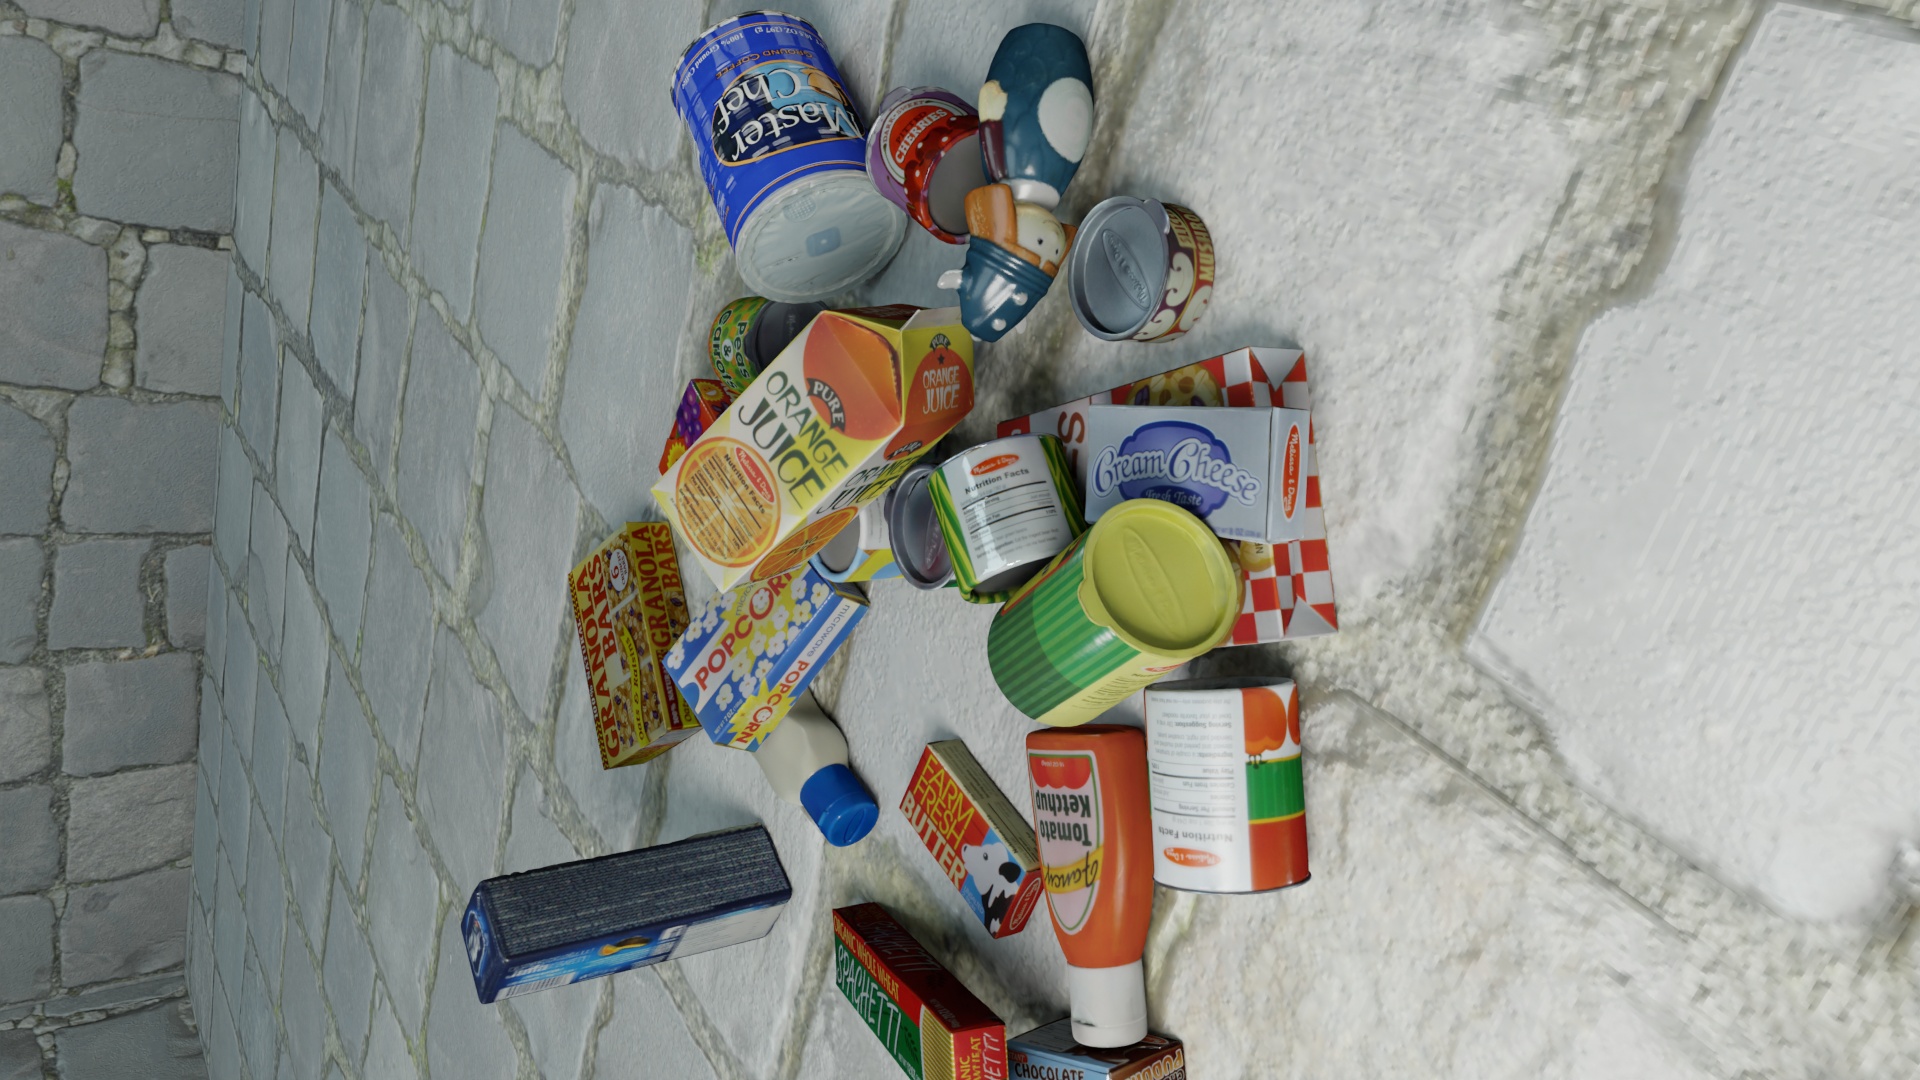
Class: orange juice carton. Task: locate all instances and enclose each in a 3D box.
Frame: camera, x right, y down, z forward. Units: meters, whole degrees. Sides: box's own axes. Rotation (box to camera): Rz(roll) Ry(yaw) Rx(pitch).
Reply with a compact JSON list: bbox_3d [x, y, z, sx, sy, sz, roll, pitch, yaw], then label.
[{"bbox_3d":[-0.066,-0.059,0.714,0.192,0.072,0.073,-41,80,29],"label":"orange juice carton"}]

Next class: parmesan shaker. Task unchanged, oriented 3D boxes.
[{"bbox_3d":[0.057,0.033,0.575,0.102,0.071,0.071,-46,56,59],"label":"parmesan shaker"}]

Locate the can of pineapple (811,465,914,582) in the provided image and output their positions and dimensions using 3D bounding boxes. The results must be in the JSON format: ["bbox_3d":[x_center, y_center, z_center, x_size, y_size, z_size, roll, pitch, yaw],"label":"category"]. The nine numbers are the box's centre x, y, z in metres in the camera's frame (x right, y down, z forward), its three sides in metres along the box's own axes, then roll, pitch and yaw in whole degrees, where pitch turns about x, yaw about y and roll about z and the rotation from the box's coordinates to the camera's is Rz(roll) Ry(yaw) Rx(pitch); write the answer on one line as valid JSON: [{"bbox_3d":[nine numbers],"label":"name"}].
[{"bbox_3d":[-0.051,-0.009,0.803,0.071,0.058,0.071,4,96,52],"label":"can of pineapple"}]

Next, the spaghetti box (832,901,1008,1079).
[{"bbox_3d":[-0.028,0.247,0.745,0.250,0.029,0.050,176,91,-72],"label":"spaghetti box"}]

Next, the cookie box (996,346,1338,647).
[{"bbox_3d":[0.087,-0.010,0.640,0.167,0.040,0.123,-12,83,52],"label":"cookie box"}]

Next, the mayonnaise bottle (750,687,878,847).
[{"bbox_3d":[-0.104,0.133,0.893,0.148,0.041,0.064,46,120,39],"label":"mayonnaise bottle"}]

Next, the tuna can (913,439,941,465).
[{"bbox_3d":[-0.041,-0.067,0.779,0.071,0.071,0.032,32,118,47],"label":"tuna can"}]

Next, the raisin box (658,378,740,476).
[{"bbox_3d":[-0.162,-0.042,0.960,0.124,0.040,0.085,56,133,35],"label":"raisin box"}]

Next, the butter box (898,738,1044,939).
[{"bbox_3d":[0.008,0.162,0.763,0.104,0.024,0.053,47,126,40],"label":"butter box"}]

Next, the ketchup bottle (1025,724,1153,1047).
[{"bbox_3d":[0.067,0.165,0.672,0.064,0.043,0.149,-9,85,52],"label":"ketchup bottle"}]

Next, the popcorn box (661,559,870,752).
[{"bbox_3d":[-0.124,0.059,0.881,0.126,0.038,0.085,-51,50,10],"label":"popcorn box"}]

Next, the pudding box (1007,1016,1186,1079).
[{"bbox_3d":[0.063,0.258,0.675,0.083,0.050,0.030,-12,84,52],"label":"pudding box"}]

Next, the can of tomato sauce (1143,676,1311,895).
[{"bbox_3d":[0.114,0.102,0.593,0.071,0.071,0.083,-5,87,52],"label":"can of tomato sauce"}]

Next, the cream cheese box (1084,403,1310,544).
[{"bbox_3d":[0.095,-0.029,0.576,0.104,0.024,0.053,8,97,50],"label":"cream cheese box"}]

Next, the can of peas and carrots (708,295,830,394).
[{"bbox_3d":[-0.119,-0.122,0.875,0.058,0.071,0.071,8,98,52],"label":"can of peas and carrots"}]

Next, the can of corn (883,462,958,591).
[{"bbox_3d":[0.003,-0.009,0.734,0.071,0.058,0.071,4,95,52],"label":"can of corn"}]

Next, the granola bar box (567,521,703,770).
[{"bbox_3d":[-0.253,0.083,1.082,0.123,0.039,0.166,-32,67,47],"label":"granola bar box"}]

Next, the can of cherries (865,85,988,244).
[{"bbox_3d":[-0.009,-0.198,0.730,0.058,0.071,0.071,47,127,40],"label":"can of cherries"}]

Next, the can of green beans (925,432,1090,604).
[{"bbox_3d":[0.024,-0.009,0.632,0.071,0.071,0.058,-36,65,47],"label":"can of green beans"}]

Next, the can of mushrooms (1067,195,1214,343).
[{"bbox_3d":[0.085,-0.126,0.643,0.071,0.033,0.071,3,94,53],"label":"can of mushrooms"}]
